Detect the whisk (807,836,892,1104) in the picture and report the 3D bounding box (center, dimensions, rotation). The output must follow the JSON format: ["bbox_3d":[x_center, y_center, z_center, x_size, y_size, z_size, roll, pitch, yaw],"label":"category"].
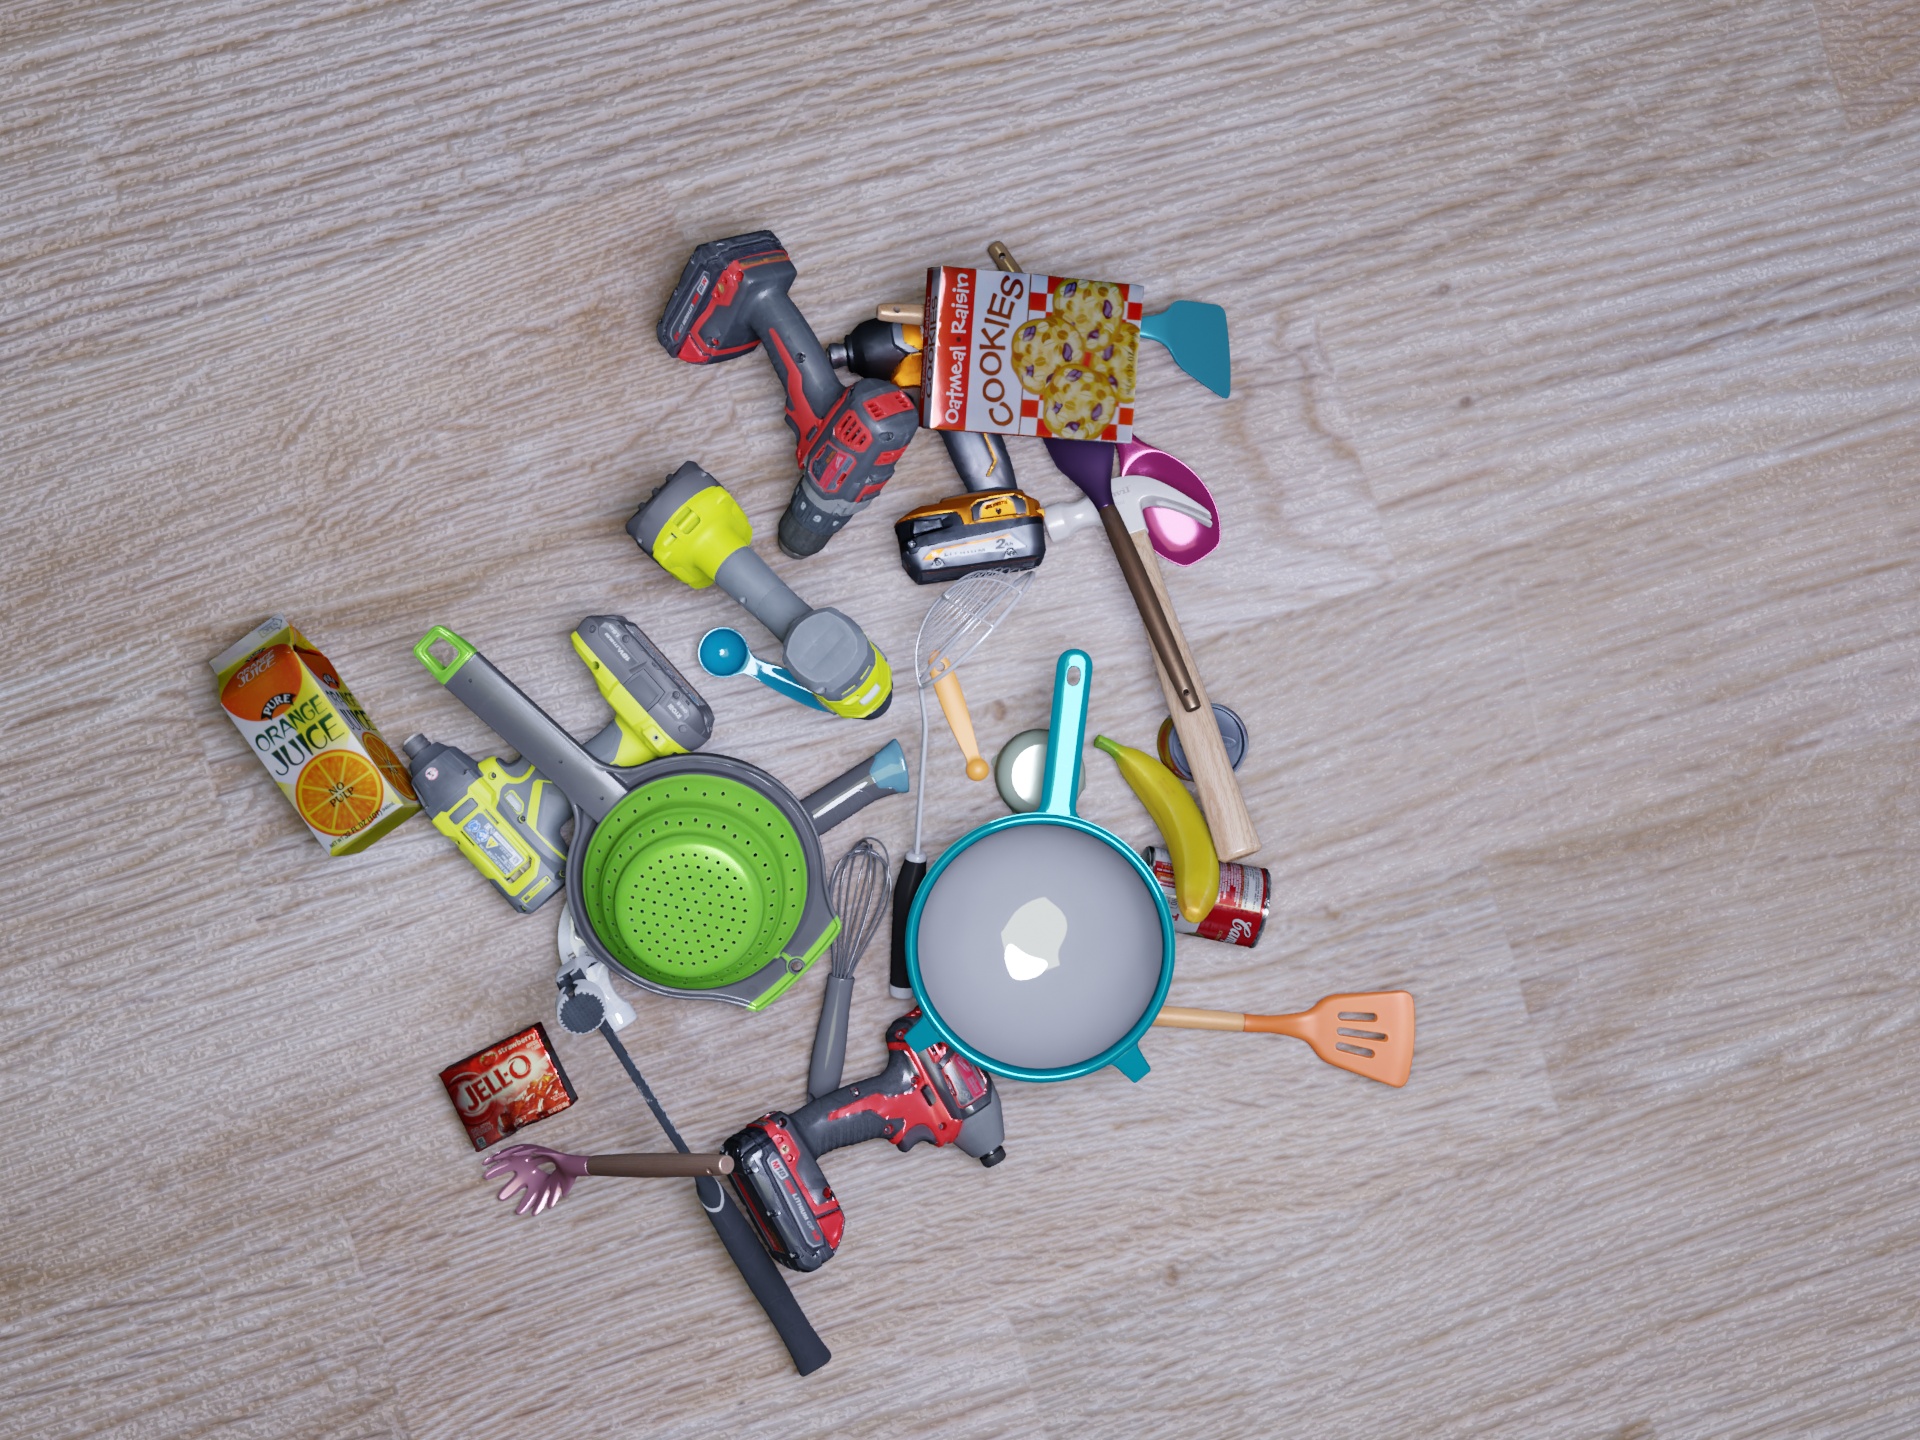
[{"bbox_3d":[-0.096,0.213,1.312,0.055,0.055,0.239,10,93,-3],"label":"whisk"}]

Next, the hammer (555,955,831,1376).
[{"bbox_3d":[-0.209,0.358,1.259,0.036,0.149,0.408,-30,106,-10],"label":"hammer"}]

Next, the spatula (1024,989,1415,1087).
[{"bbox_3d":[0.214,0.251,1.328,0.322,0.041,0.081,5,90,-2],"label":"spatula"}]

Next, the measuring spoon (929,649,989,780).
[{"bbox_3d":[-0.002,-0.004,1.336,0.021,0.011,0.117,-20,90,-3],"label":"measuring spoon"}]

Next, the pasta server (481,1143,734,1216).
[{"bbox_3d":[-0.270,0.343,1.206,0.040,0.316,0.060,-41,106,-42],"label":"pasta server"}]

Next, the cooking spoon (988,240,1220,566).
[{"bbox_3d":[0.117,-0.270,1.343,0.069,0.017,0.319,-34,91,10],"label":"cooking spoon"}]

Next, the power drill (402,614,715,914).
[{"bbox_3d":[-0.327,0.023,1.289,0.223,0.080,0.171,-42,92,0],"label":"power drill"}]

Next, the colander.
[{"bbox_3d":[-0.264,0.077,1.211,0.397,0.094,0.204,44,94,-10],"label":"colander"}]

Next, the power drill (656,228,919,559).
[{"bbox_3d":[-0.144,-0.254,1.274,0.080,0.188,0.227,-29,78,-42],"label":"power drill"}]

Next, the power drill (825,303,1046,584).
[{"bbox_3d":[-0.018,-0.232,1.308,0.164,0.084,0.226,-8,85,-3],"label":"power drill"}]

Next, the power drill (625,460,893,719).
[{"bbox_3d":[-0.145,-0.088,1.261,0.228,0.190,0.080,43,88,13],"label":"power drill"}]

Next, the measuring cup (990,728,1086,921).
[{"bbox_3d":[0.055,0.088,1.324,0.083,0.038,0.167,16,87,-2],"label":"measuring cup"}]

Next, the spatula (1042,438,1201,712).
[{"bbox_3d":[0.131,-0.151,1.292,0.060,0.018,0.316,-23,73,10],"label":"spatula"}]

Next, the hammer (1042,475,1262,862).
[{"bbox_3d":[0.176,-0.047,1.286,0.130,0.031,0.331,-19,75,7],"label":"hammer"}]

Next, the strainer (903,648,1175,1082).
[{"bbox_3d":[0.071,0.113,1.280,0.211,0.095,0.340,7,90,3],"label":"strainer"}]

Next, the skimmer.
[{"bbox_3d":[-0.002,0.054,1.292,0.090,0.127,0.363,5,101,-3],"label":"skimmer"}]

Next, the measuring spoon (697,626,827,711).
[{"bbox_3d":[-0.159,-0.038,1.330,0.128,0.021,0.042,26,87,-11],"label":"measuring spoon"}]

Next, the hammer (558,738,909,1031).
[{"bbox_3d":[-0.183,0.119,1.315,0.331,0.033,0.128,-32,92,-3],"label":"hammer"}]

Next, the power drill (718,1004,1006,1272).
[{"bbox_3d":[-0.067,0.336,1.270,0.219,0.078,0.143,-29,91,-26],"label":"power drill"}]

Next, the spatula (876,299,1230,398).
[{"bbox_3d":[0.084,-0.315,1.289,0.317,0.044,0.082,0,83,-17],"label":"spatula"}]
